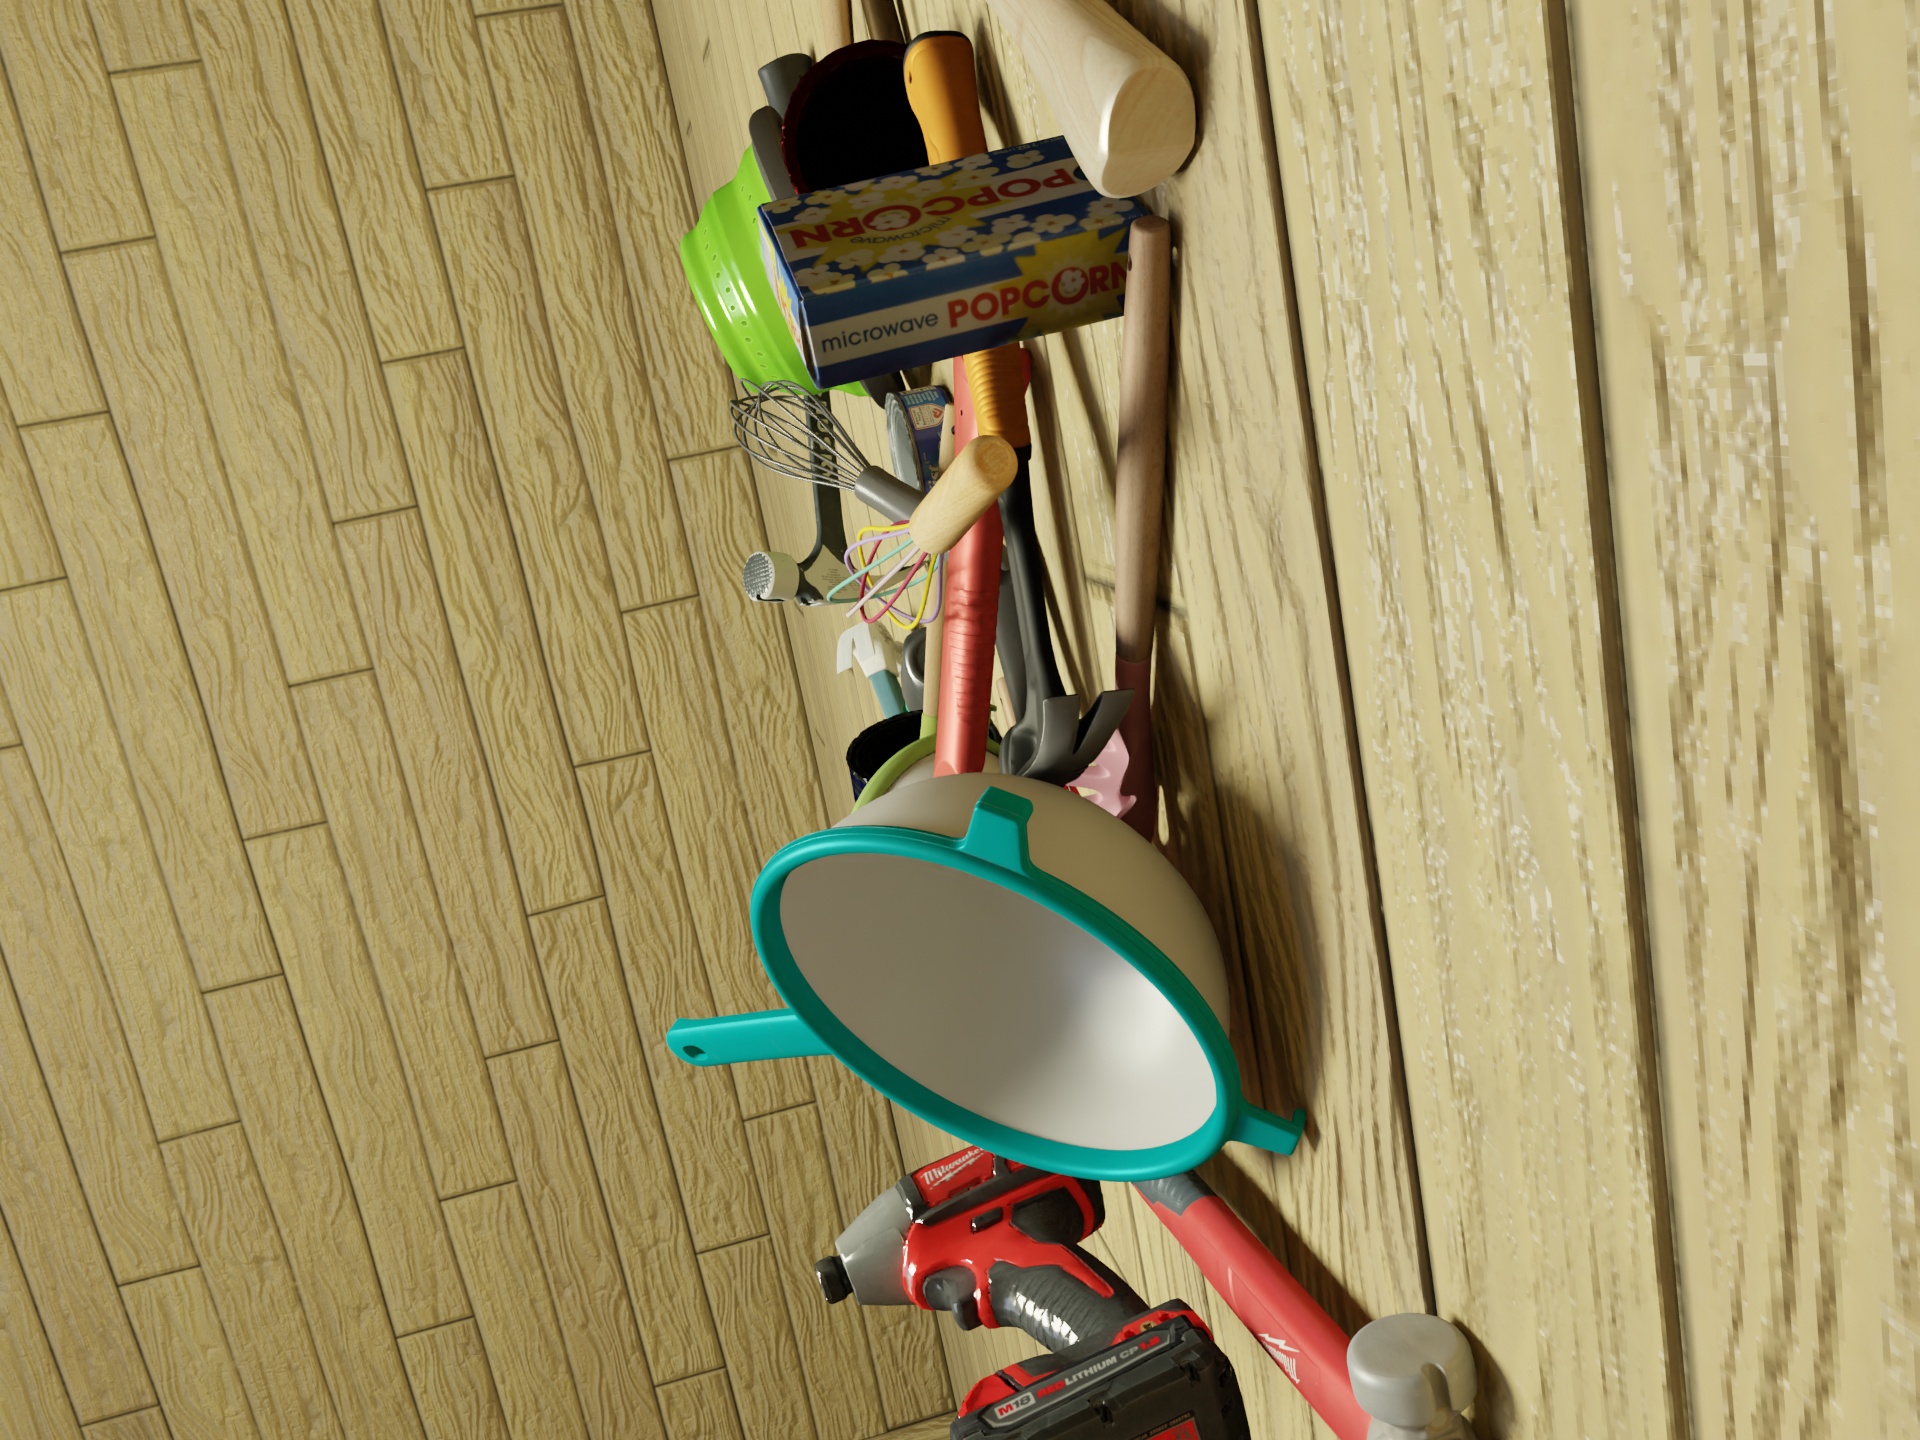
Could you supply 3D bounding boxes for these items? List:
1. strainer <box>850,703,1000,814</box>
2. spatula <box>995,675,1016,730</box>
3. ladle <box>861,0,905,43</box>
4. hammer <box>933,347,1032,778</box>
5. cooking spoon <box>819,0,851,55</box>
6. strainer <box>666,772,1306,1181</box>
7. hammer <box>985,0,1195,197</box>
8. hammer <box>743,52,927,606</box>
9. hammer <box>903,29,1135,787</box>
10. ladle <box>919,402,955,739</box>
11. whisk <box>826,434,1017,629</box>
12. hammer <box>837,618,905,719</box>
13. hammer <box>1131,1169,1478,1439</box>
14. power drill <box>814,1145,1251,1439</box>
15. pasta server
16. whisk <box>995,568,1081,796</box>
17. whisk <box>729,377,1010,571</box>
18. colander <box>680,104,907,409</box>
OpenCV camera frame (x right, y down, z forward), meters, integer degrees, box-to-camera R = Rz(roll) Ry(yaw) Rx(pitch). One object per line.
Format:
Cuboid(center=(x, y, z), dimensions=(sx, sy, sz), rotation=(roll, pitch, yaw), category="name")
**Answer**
Cuboid(center=(0.029, 0.125, 0.945), dimensions=(0.069, 0.151, 0.256), rotation=(12, 139, 50), category="strainer")
Cuboid(center=(0.071, 0.119, 0.872), dimensions=(0.059, 0.018, 0.316), rotation=(105, 149, -70), category="spatula")
Cuboid(center=(-0.048, -0.394, 0.846), dimensions=(0.069, 0.031, 0.315), rotation=(171, 84, -81), category="ladle")
Cuboid(center=(-0.001, -0.003, 0.789), dimensions=(0.149, 0.036, 0.359), rotation=(-144, 56, -68), category="hammer")
Cuboid(center=(-0.077, -0.422, 1.007), dimensions=(0.318, 0.017, 0.069), rotation=(88, 166, -53), category="cooking spoon")
Cuboid(center=(-0.015, 0.104, 0.701), dimensions=(0.340, 0.095, 0.210), rotation=(-18, 121, 47), category="strainer")
Cuboid(center=(0.002, -0.320, 0.619), dimensions=(0.411, 0.038, 0.146), rotation=(-113, 15, -46), category="hammer")
Cuboid(center=(-0.104, -0.284, 1.147), dimensions=(0.036, 0.149, 0.409), rotation=(-11, 83, 46), category="hammer")
Cuboid(center=(0.015, -0.142, 0.666), dimensions=(0.127, 0.034, 0.337), rotation=(116, 146, -74), category="hammer")
Cuboid(center=(-0.012, -0.026, 0.948), dimensions=(0.062, 0.078, 0.320), rotation=(-117, 29, -69), category="ladle")
Cuboid(center=(-0.018, -0.079, 0.673), dimensions=(0.245, 0.051, 0.047), rotation=(150, 120, -75), category="whisk")
Cuboid(center=(-0.023, 0.065, 1.249), dimensions=(0.128, 0.033, 0.331), rotation=(36, -149, -65), category="hammer")
Cuboid(center=(0.113, 0.236, 0.675), dimensions=(0.386, 0.038, 0.143), rotation=(-149, 45, -74), category="hammer")
Cuboid(center=(0.022, 0.264, 0.698), dimensions=(0.220, 0.143, 0.078), rotation=(-141, 34, -67), category="power drill")
Cuboid(center=(0.062, -0.047, 0.629), dimensions=(0.060, 0.040, 0.316), rotation=(-107, 10, -46), category="pasta server")
Cuboid(center=(0.045, 0.032, 0.795), dimensions=(0.073, 0.073, 0.296), rotation=(108, 153, -73), category="whisk")
Cuboid(center=(-0.052, -0.139, 0.918), dimensions=(0.239, 0.055, 0.055), rotation=(36, 148, 31), category="whisk")
Cuboid(center=(-0.116, -0.256, 0.947), dimensions=(0.397, 0.094, 0.204), rotation=(-92, -23, -74), category="colander")
